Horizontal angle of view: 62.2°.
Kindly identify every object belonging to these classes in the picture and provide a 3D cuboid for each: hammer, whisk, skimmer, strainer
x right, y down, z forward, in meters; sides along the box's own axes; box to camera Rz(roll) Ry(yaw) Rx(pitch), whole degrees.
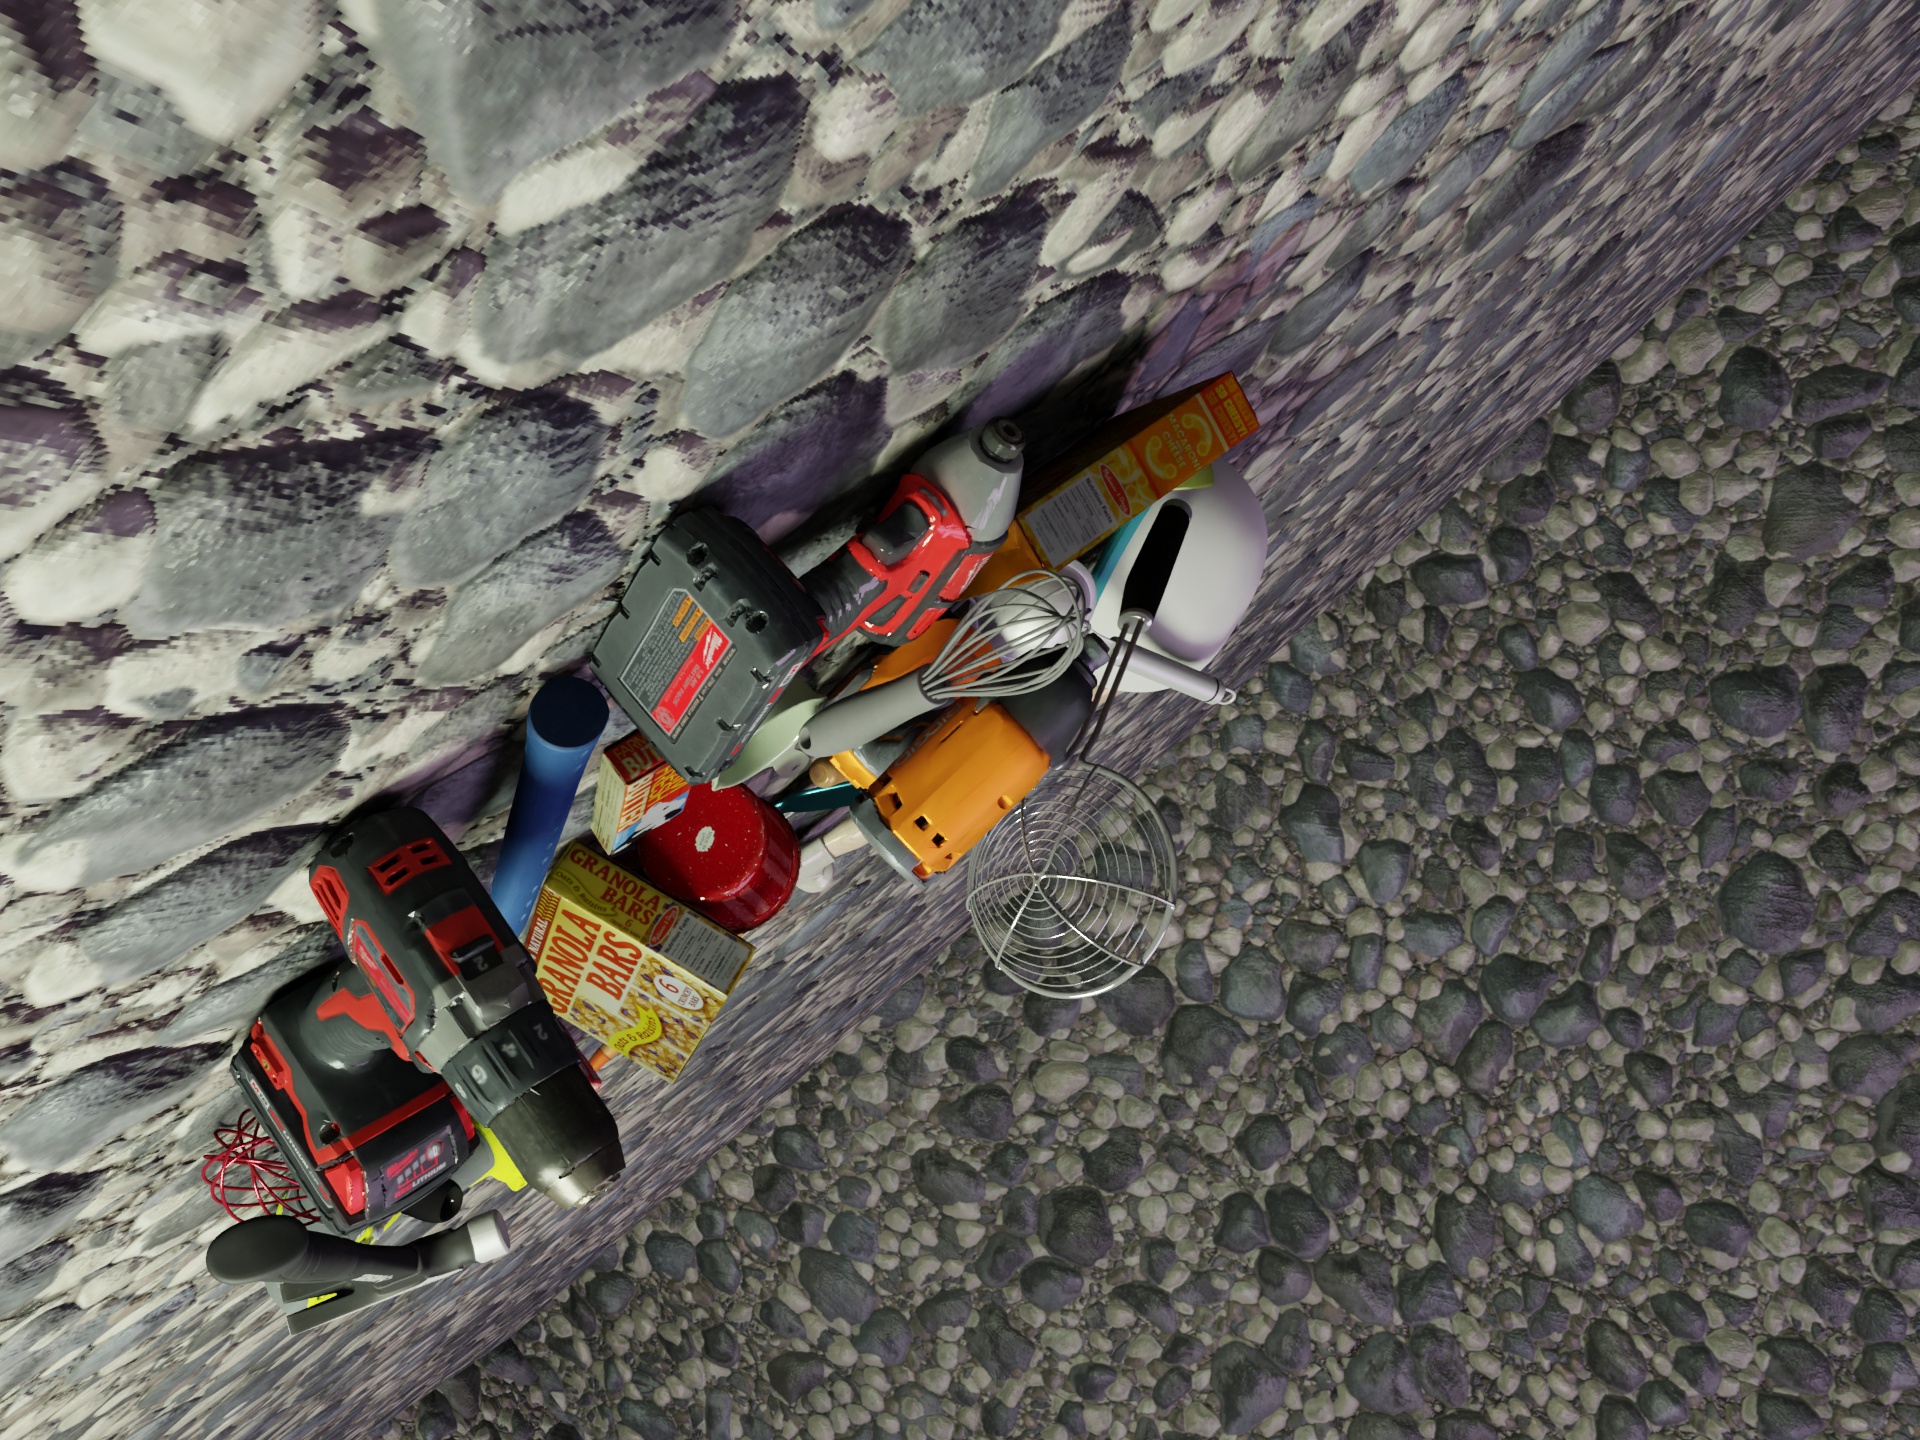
[{"bbox_3d":[-0.244,0.114,0.843,0.405,0.035,0.144,-58,-174,45],"label":"hammer"},{"bbox_3d":[-0.374,0.284,0.982,0.073,0.073,0.295,-39,159,-9],"label":"whisk"},{"bbox_3d":[-0.039,0.017,1.166,0.051,0.047,0.245,-12,-176,27],"label":"whisk"},{"bbox_3d":[0.099,0.000,0.961,0.127,0.090,0.363,-6,-142,29],"label":"skimmer"},{"bbox_3d":[0.131,-0.046,1.154,0.340,0.095,0.211,-58,167,-11],"label":"strainer"},{"bbox_3d":[0.100,-0.048,1.056,0.258,0.050,0.087,19,121,-38],"label":"strainer"},{"bbox_3d":[0.027,0.021,1.312,0.410,0.038,0.146,-30,167,-2],"label":"hammer"},{"bbox_3d":[-0.016,-0.021,0.819,0.055,0.055,0.239,-31,-176,-42],"label":"whisk"},{"bbox_3d":[-0.375,0.325,0.950,0.146,0.035,0.334,-19,162,-10],"label":"hammer"}]

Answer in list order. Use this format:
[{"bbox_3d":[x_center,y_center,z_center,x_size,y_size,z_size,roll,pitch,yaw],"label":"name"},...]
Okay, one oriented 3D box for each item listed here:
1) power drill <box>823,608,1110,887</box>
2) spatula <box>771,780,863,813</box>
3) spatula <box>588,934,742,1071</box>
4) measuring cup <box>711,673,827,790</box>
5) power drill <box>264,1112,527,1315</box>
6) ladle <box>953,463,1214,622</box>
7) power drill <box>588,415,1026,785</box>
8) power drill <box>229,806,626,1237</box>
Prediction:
[{"bbox_3d":[-0.001,-0.003,0.924,0.164,0.084,0.227,-44,-162,-1],"label":"power drill"},{"bbox_3d":[-0.185,0.123,1.148,0.317,0.044,0.082,-37,173,-14],"label":"spatula"},{"bbox_3d":[-0.301,0.269,1.402,0.322,0.041,0.081,-43,170,-9],"label":"spatula"},{"bbox_3d":[-0.116,0.007,0.940,0.083,0.038,0.167,-40,171,-4],"label":"measuring cup"},{"bbox_3d":[-0.390,0.323,1.160,0.228,0.080,0.190,-27,156,-44],"label":"power drill"},{"bbox_3d":[0.034,-0.080,1.060,0.320,0.062,0.078,-41,180,19],"label":"ladle"},{"bbox_3d":[-0.056,-0.068,0.746,0.220,0.078,0.143,-34,169,-47],"label":"power drill"},{"bbox_3d":[-0.245,0.163,0.733,0.080,0.188,0.226,-29,168,-44],"label":"power drill"}]
